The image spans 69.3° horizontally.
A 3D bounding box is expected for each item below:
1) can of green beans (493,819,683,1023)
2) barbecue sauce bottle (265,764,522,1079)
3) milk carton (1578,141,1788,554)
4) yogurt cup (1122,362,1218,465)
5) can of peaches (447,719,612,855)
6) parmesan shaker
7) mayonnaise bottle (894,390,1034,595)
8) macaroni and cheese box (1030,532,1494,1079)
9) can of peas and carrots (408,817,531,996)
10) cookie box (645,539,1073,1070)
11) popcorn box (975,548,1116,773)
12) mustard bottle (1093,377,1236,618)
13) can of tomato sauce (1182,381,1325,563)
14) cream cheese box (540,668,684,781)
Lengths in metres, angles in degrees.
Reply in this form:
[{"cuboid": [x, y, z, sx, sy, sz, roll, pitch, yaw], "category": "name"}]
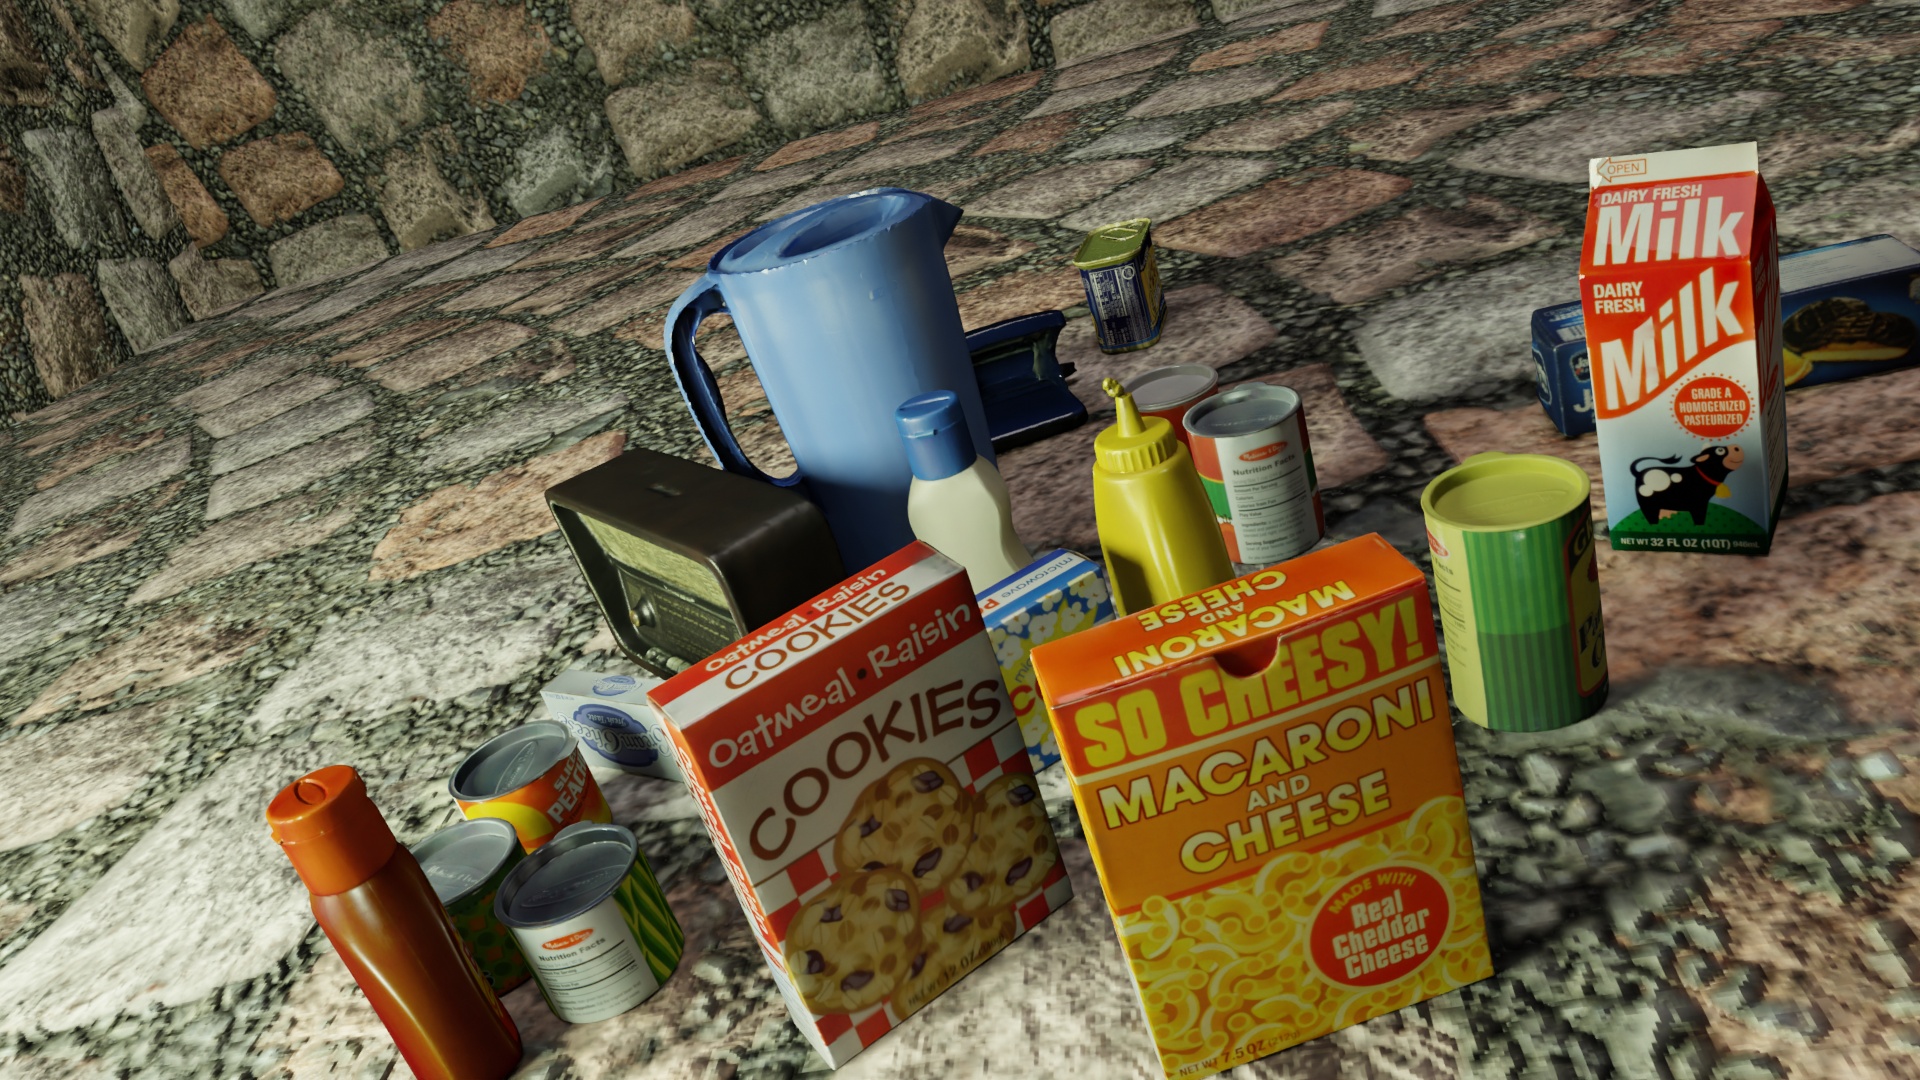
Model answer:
[{"cuboid": [-0.164, 0.170, 0.619, 0.071, 0.057, 0.071, -15, 25, 7], "category": "can of green beans"}, {"cuboid": [-0.235, 0.162, 0.575, 0.044, 0.148, 0.065, -34, 29, -31], "category": "barbecue sauce bottle"}, {"cuboid": [0.345, -0.093, 0.662, 0.072, 0.189, 0.074, 3, 32, 38], "category": "milk carton"}, {"cuboid": [0.144, -0.082, 0.931, 0.072, 0.053, 0.073, -15, 25, 7], "category": "yogurt cup"}, {"cuboid": [-0.221, 0.136, 0.725, 0.071, 0.057, 0.071, -15, 25, 7], "category": "can of peaches"}, {"cuboid": [0.241, 0.022, 0.601, 0.071, 0.102, 0.071, -15, 25, 7], "category": "parmesan shaker"}, {"cuboid": [0.003, -0.010, 0.767, 0.065, 0.147, 0.041, -11, 26, 15], "category": "mayonnaise bottle"}, {"cuboid": [0.105, 0.094, 0.468, 0.124, 0.165, 0.040, -19, 25, -2], "category": "macaroni and cheese box"}, {"cuboid": [-0.230, 0.175, 0.651, 0.071, 0.058, 0.071, -15, 25, 7], "category": "can of peas and carrots"}, {"cuboid": [-0.034, 0.102, 0.543, 0.123, 0.166, 0.040, -30, 27, -23], "category": "cookie box"}, {"cuboid": [0.020, 0.070, 0.668, 0.127, 0.085, 0.038, -28, 27, -21], "category": "popcorn box"}, {"cuboid": [0.098, -0.010, 0.690, 0.049, 0.159, 0.065, -30, 27, -24], "category": "mustard bottle"}, {"cuboid": [0.169, -0.039, 0.794, 0.071, 0.082, 0.071, -15, 25, 7], "category": "can of tomato sauce"}, {"cuboid": [-0.183, 0.103, 0.773, 0.104, 0.053, 0.024, 1, 31, 35], "category": "cream cheese box"}]
